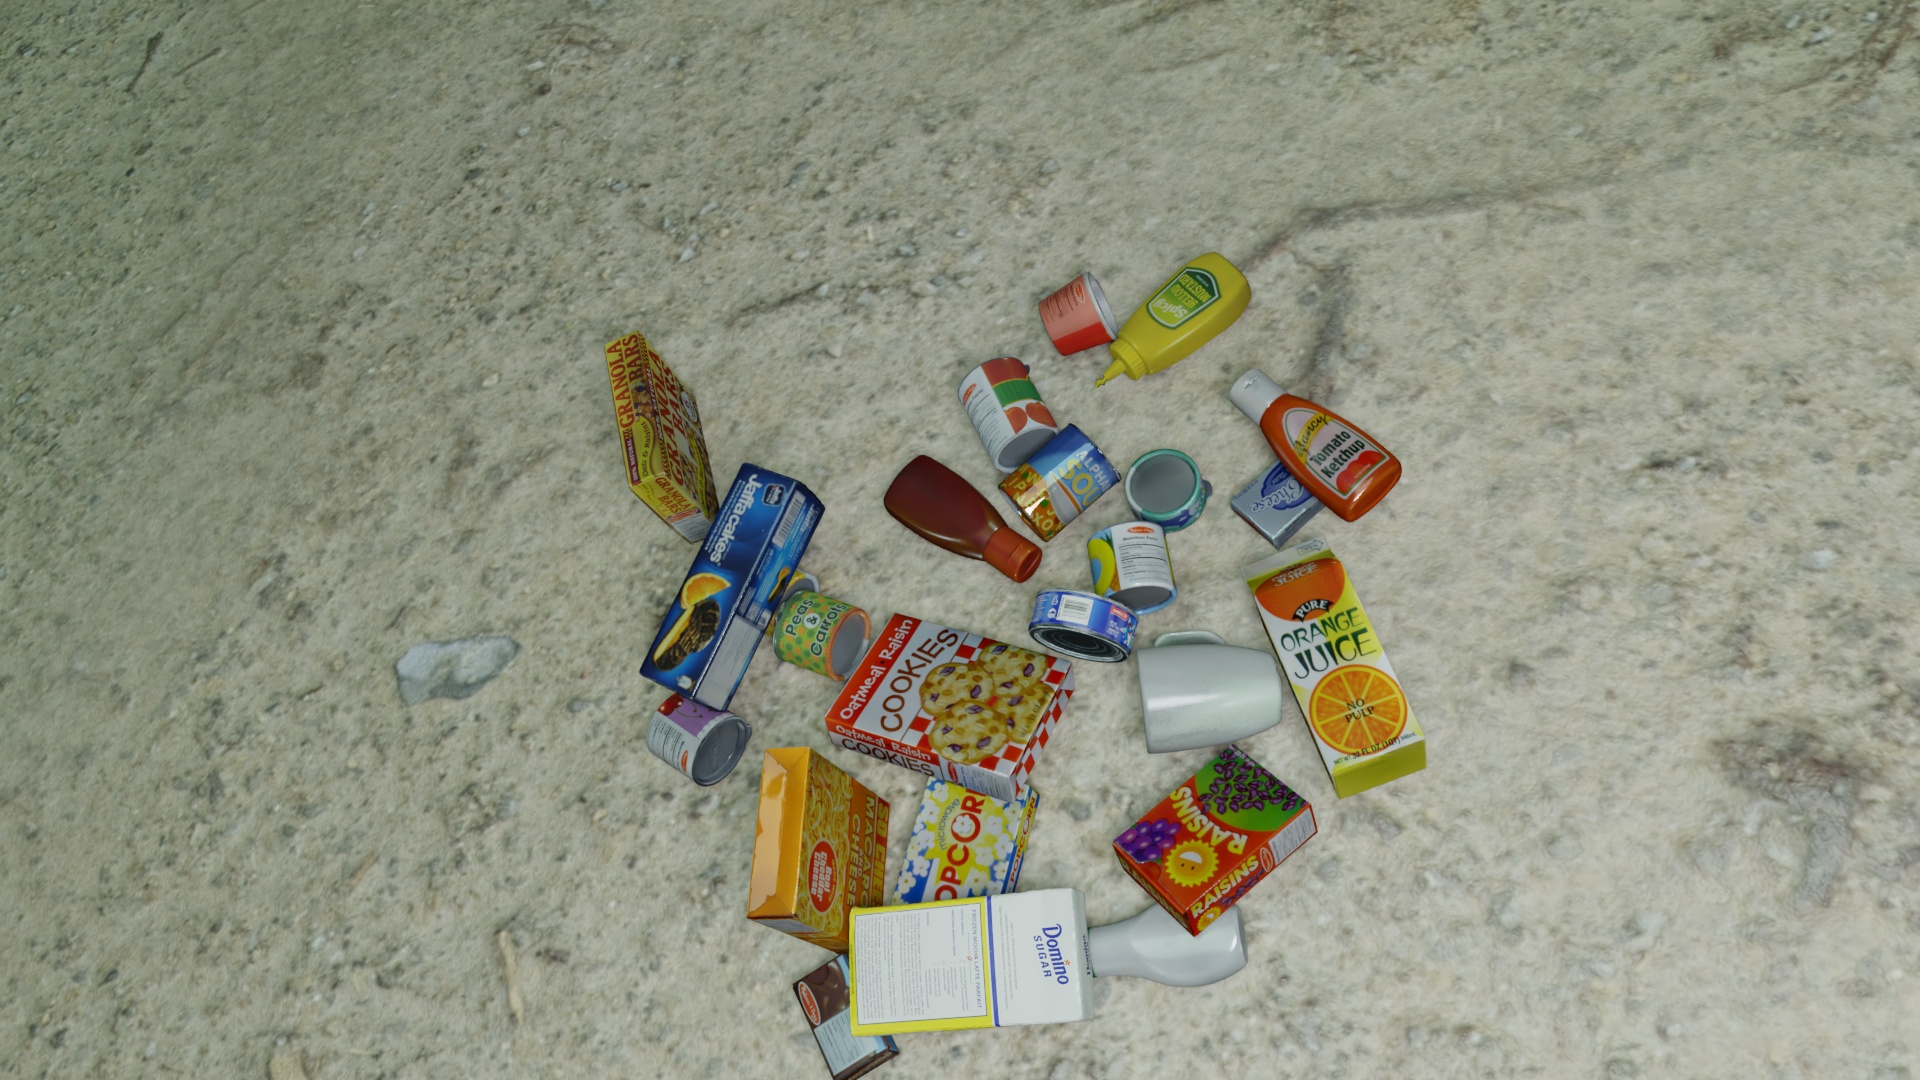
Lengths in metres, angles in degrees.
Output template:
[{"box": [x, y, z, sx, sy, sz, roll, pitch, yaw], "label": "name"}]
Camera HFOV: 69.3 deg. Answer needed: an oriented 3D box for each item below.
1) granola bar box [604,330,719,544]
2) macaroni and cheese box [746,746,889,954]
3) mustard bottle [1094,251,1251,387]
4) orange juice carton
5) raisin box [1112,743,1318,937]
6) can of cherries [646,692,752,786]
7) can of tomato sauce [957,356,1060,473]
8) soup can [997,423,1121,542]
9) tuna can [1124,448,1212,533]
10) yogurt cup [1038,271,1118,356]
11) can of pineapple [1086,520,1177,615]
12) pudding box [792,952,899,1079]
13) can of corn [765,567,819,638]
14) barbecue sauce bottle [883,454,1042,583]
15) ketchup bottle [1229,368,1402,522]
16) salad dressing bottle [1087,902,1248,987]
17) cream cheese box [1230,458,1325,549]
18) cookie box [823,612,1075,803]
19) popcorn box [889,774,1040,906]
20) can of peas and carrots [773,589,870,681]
[{"box": [-0.278, -0.095, 1.299, 0.039, 0.124, 0.166, -21, 60, 7], "label": "granola bar box"}, {"box": [-0.104, 0.239, 1.056, 0.040, 0.166, 0.124, -5, 64, 17], "label": "macaroni and cheese box"}, {"box": [0.182, -0.187, 1.232, 0.160, 0.048, 0.065, -40, 58, -3], "label": "mustard bottle"}, {"box": [0.280, 0.088, 1.054, 0.072, 0.073, 0.193, -22, 60, 8], "label": "orange juice carton"}, {"box": [0.186, 0.217, 1.015, 0.124, 0.040, 0.086, -36, 41, -14], "label": "raisin box"}, {"box": [-0.224, 0.167, 1.191, 0.058, 0.071, 0.071, 25, 76, 28], "label": "can of cherries"}, {"box": [0.045, -0.111, 1.233, 0.071, 0.071, 0.083, -28, 61, 4], "label": "can of tomato sauce"}, {"box": [0.085, -0.048, 1.187, 0.084, 0.071, 0.071, -41, 60, -3], "label": "soup can"}, {"box": [0.176, -0.043, 1.174, 0.071, 0.032, 0.071, -8, 64, 16], "label": "tuna can"}, {"box": [0.106, -0.202, 1.258, 0.054, 0.072, 0.072, -24, 60, 16], "label": "yogurt cup"}, {"box": [0.140, 0.025, 1.137, 0.071, 0.071, 0.058, -13, 63, 12], "label": "can of pineapple"}, {"box": [-0.088, 0.367, 1.067, 0.049, 0.030, 0.084, -33, 60, 2], "label": "pudding box"}, {"box": [-0.168, 0.051, 1.225, 0.058, 0.071, 0.071, 24, 75, 26], "label": "can of corn"}, {"box": [0.004, -0.015, 1.213, 0.149, 0.043, 0.065, 34, 80, 28], "label": "barbecue sauce bottle"}, {"box": [0.281, -0.082, 1.123, 0.065, 0.043, 0.149, -42, 60, -3], "label": "ketchup bottle"}, {"box": [0.134, 0.298, 1.019, 0.147, 0.044, 0.064, -11, 59, 15], "label": "salad dressing bottle"}, {"box": [0.279, -0.045, 1.146, 0.104, 0.024, 0.053, -41, 61, -3], "label": "cream cheese box"}, {"box": [-0.008, 0.133, 1.125, 0.167, 0.040, 0.123, 14, 48, 24], "label": "cookie box"}, {"box": [0.004, 0.247, 1.090, 0.085, 0.038, 0.127, 9, 69, 22], "label": "popcorn box"}, {"box": [-0.119, 0.080, 1.192, 0.059, 0.070, 0.071, 17, 72, 24], "label": "can of peas and carrots"}]
